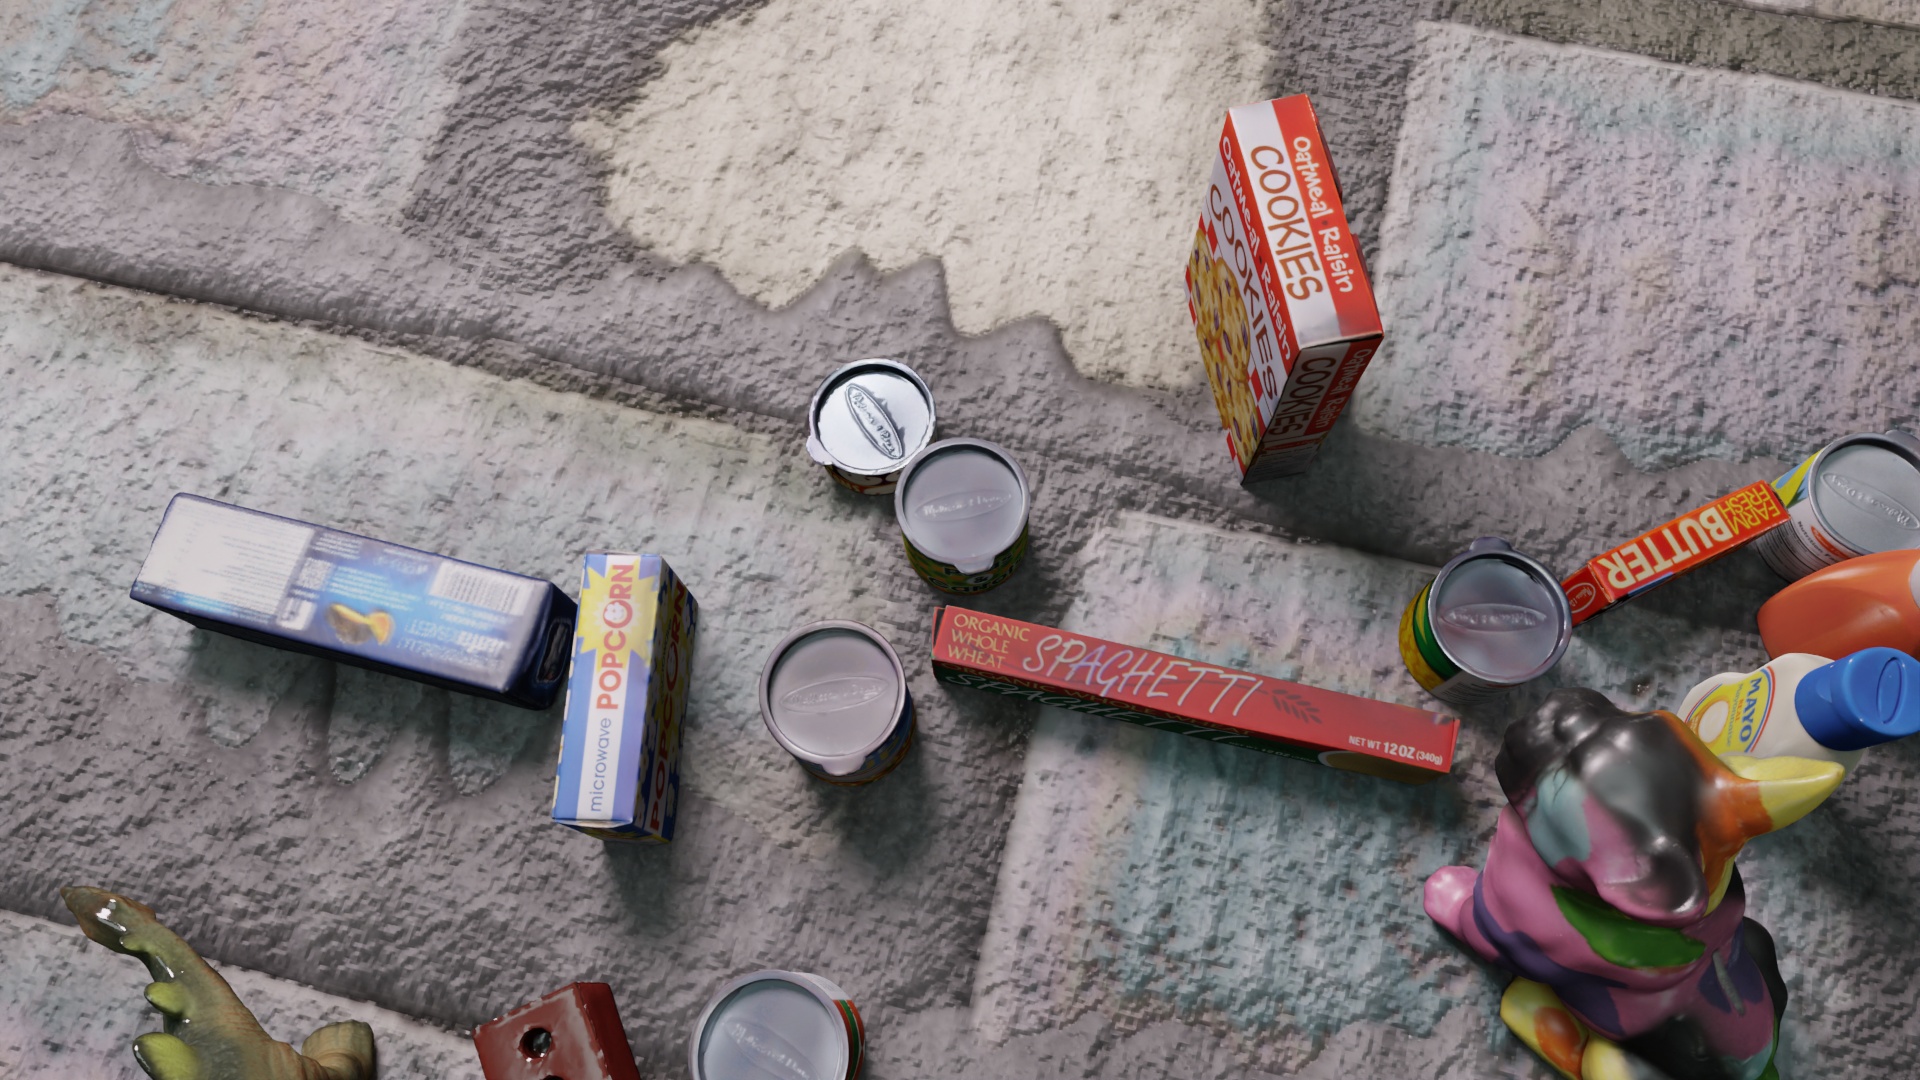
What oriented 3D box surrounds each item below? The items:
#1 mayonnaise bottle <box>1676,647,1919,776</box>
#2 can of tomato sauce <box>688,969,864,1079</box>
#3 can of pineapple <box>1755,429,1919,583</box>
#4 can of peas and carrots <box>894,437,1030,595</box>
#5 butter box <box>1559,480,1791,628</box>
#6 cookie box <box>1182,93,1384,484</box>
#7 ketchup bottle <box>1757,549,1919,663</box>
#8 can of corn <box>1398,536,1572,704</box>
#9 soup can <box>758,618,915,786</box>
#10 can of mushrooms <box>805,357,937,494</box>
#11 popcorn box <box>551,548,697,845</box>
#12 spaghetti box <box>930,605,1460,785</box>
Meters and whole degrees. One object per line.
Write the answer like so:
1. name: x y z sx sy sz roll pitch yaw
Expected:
1. mayonnaise bottle: 0.365 0.080 0.611 0.041 0.147 0.065 19 74 8
2. can of tomato sauce: -0.078 0.226 0.610 0.071 0.083 0.071 -1 72 2
3. can of pineapple: 0.440 -0.014 0.687 0.071 0.057 0.071 0 72 2
4. can of peas and carrots: 0.002 -0.009 0.698 0.071 0.058 0.071 0 72 2
5. butter box: 0.348 0.007 0.685 0.103 0.053 0.024 -24 73 -6
6. cookie box: 0.151 -0.114 0.671 0.040 0.167 0.123 -11 72 -2
7. ketchup bottle: 0.422 0.033 0.625 0.043 0.148 0.065 -27 73 -7
8. can of corn: 0.252 0.040 0.675 0.071 0.058 0.071 0 72 2
9. soup can: -0.056 0.082 0.657 0.071 0.083 0.071 -1 72 2
10. can of mushrooms: -0.047 -0.058 0.729 0.071 0.033 0.071 0 72 2
11. popcorn box: -0.157 0.077 0.660 0.038 0.085 0.127 1 72 2
12. spaghetti box: 0.107 0.075 0.672 0.250 0.050 0.029 12 73 6
